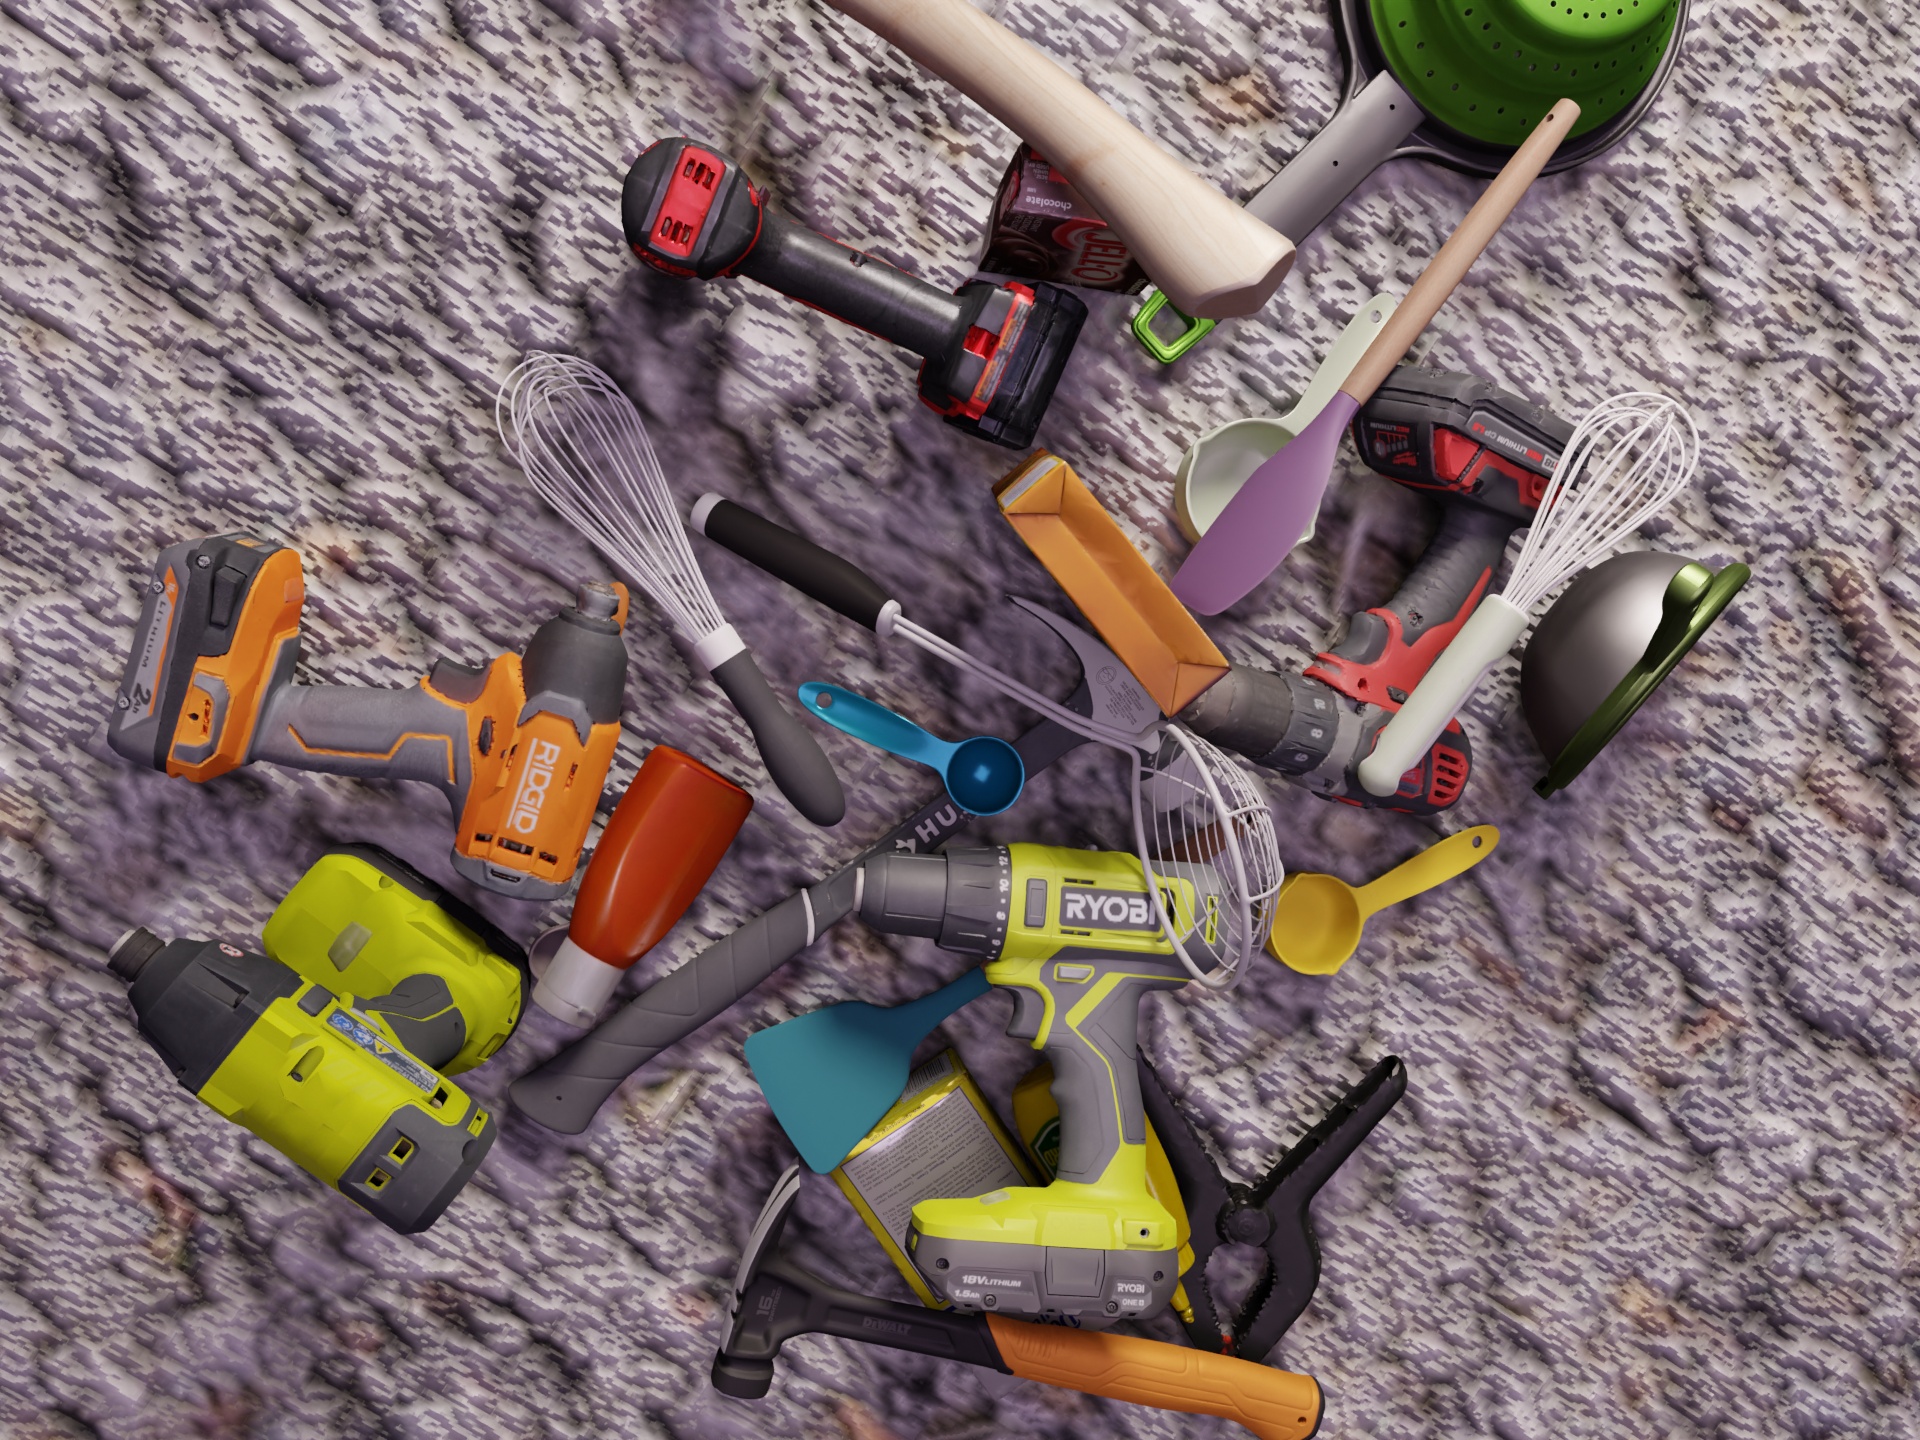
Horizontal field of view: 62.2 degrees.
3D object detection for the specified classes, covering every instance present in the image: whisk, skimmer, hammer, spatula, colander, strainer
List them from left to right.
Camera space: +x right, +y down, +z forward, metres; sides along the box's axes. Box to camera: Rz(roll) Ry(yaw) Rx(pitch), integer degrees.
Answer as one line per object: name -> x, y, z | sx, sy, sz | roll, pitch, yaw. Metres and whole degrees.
whisk -> -0.142, -0.064, 0.815 | 0.070, 0.070, 0.284 | -33, 97, -2
hammer -> -0.070, 0.091, 0.863 | 0.409, 0.036, 0.149 | -35, 98, -1
hammer -> -0.007, -0.328, 0.735 | 0.411, 0.038, 0.146 | 42, 91, 15
skimmer -> -0.001, -0.002, 0.776 | 0.363, 0.127, 0.090 | 30, 60, 15
spatula -> 0.037, 0.128, 0.869 | 0.317, 0.044, 0.082 | -31, 83, -6
hammer -> 0.043, 0.335, 0.863 | 0.336, 0.034, 0.127 | 16, 98, -10
spatula -> 0.213, -0.182, 0.803 | 0.018, 0.060, 0.316 | 36, 91, -37
colander -> 0.245, -0.334, 0.817 | 0.397, 0.094, 0.204 | -45, 100, 0
whisk -> 0.281, -0.062, 0.800 | 0.059, 0.057, 0.246 | 38, 94, 13
strainer -> 0.332, -0.049, 0.807 | 0.069, 0.256, 0.151 | 42, 93, 20

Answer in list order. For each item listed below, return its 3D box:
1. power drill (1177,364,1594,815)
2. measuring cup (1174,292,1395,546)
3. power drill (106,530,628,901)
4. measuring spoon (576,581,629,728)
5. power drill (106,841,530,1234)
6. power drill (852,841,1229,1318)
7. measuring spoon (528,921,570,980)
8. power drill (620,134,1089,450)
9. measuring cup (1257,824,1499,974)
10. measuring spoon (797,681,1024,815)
power drill -> 0.217, -0.068, 0.832 | 0.187, 0.080, 0.226 | 15, 98, -31
measuring cup -> 0.179, -0.161, 0.861 | 0.083, 0.038, 0.167 | 36, 88, -12
power drill -> -0.282, -0.018, 0.795 | 0.226, 0.084, 0.164 | 19, 98, -9
measuring spoon -> -0.202, -0.019, 0.845 | 0.021, 0.011, 0.117 | 22, 94, -9
power drill -> -0.288, 0.133, 0.746 | 0.171, 0.223, 0.080 | 39, 91, -10
power drill -> 0.034, 0.175, 0.810 | 0.190, 0.080, 0.228 | 6, 80, -7
measuring spoon -> -0.191, 0.088, 0.860 | 0.034, 0.018, 0.124 | 38, 85, -32
power drill -> -0.060, -0.213, 0.780 | 0.219, 0.143, 0.078 | 22, 98, -15
measuring cup -> 0.239, 0.094, 0.909 | 0.156, 0.029, 0.062 | -23, 99, -15
measuring spoon -> -0.026, 0.010, 0.837 | 0.128, 0.021, 0.042 | 25, 93, 2
